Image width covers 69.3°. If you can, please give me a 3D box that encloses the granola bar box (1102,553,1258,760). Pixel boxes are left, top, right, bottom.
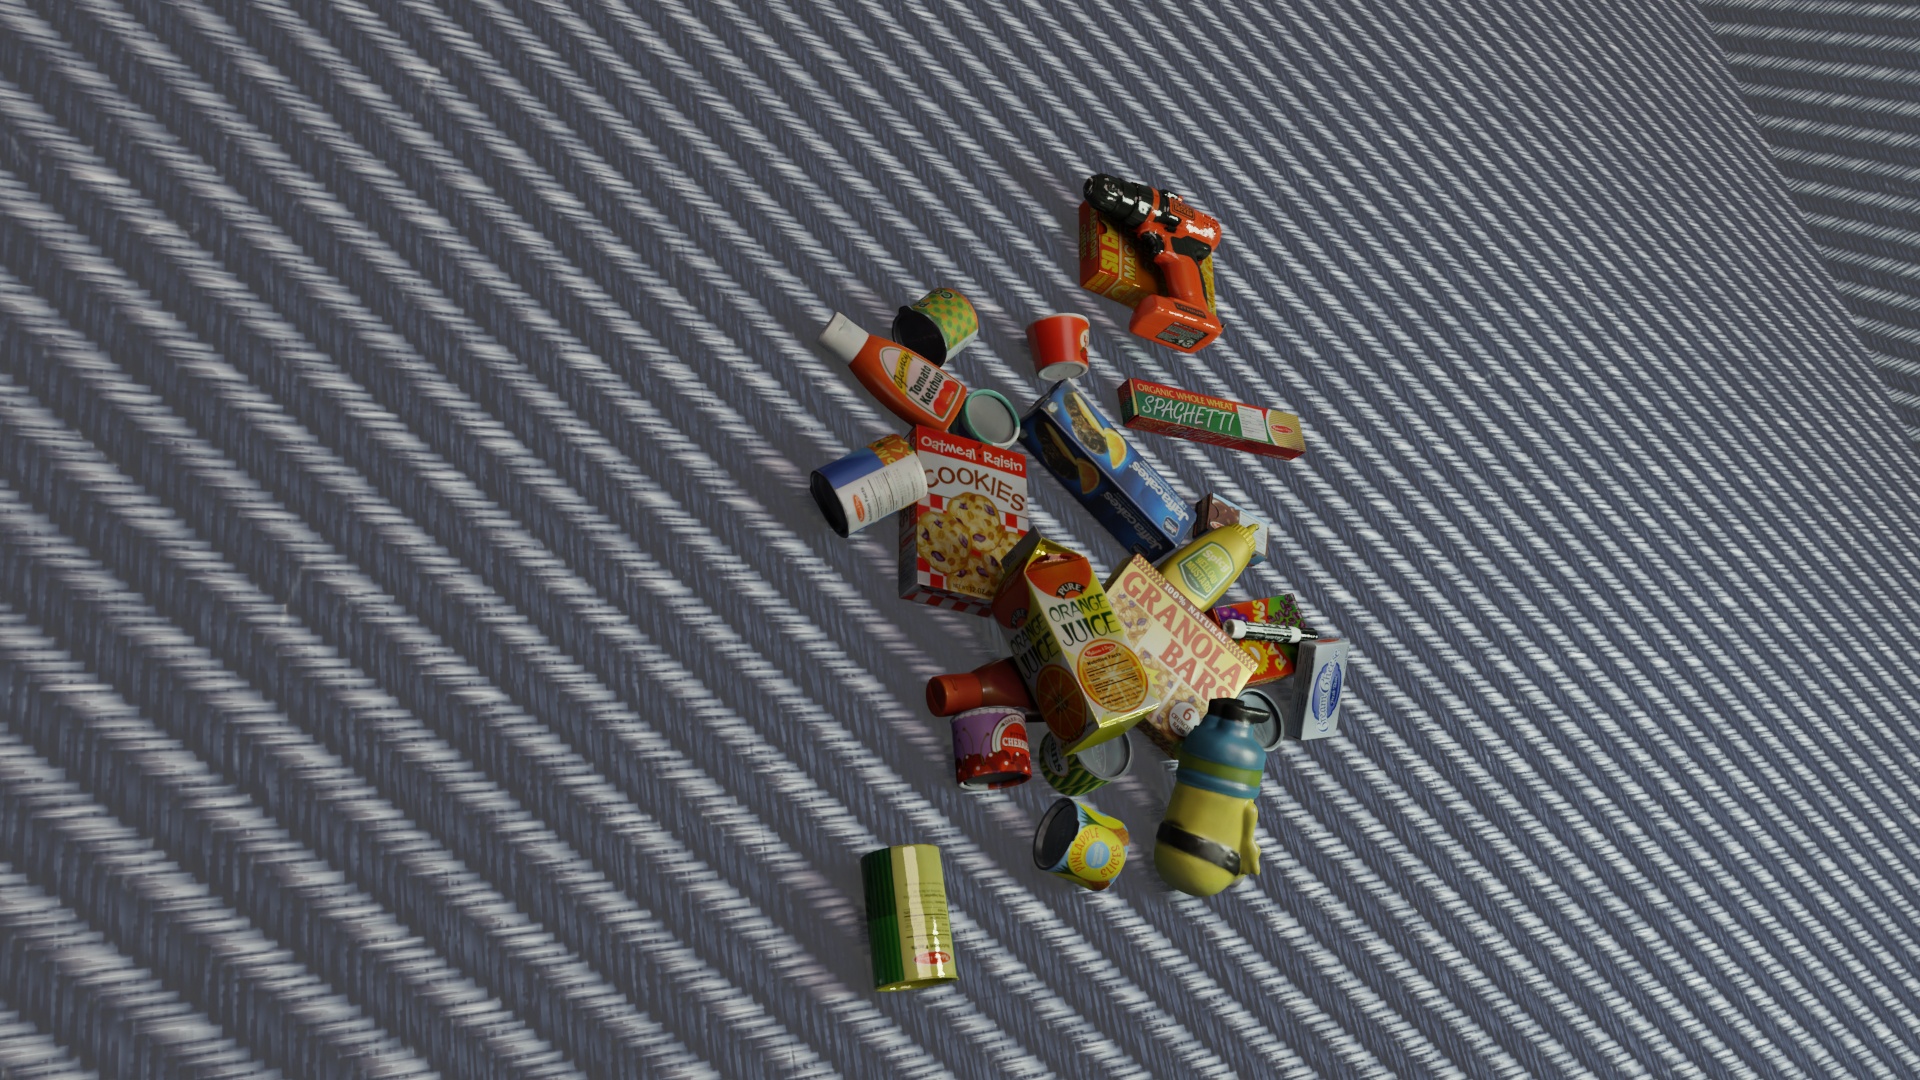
[{"bbox_3d":[0.189,0.113,1.340,0.165,0.039,0.124,42,69,-8],"label":"granola bar box"}]

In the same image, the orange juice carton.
[{"bbox_3d":[0.091,0.083,1.226,0.073,0.071,0.193,-13,67,-32],"label":"orange juice carton"}]

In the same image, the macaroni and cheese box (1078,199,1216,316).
[{"bbox_3d":[0.217,-0.323,1.607,0.166,0.040,0.124,17,58,-25],"label":"macaroni and cheese box"}]

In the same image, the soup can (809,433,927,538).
[{"bbox_3d":[-0.083,-0.050,1.238,0.084,0.071,0.071,-28,83,-21],"label":"soup can"}]

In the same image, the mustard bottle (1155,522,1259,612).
[{"bbox_3d":[0.259,0.022,1.431,0.161,0.048,0.065,-37,89,-28],"label":"mustard bottle"}]

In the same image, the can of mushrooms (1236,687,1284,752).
[{"bbox_3d":[0.287,0.184,1.392,0.071,0.033,0.071,15,59,-27],"label":"can of mushrooms"}]

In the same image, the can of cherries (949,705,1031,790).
[{"bbox_3d":[0.028,0.180,1.200,0.071,0.071,0.058,9,62,-30],"label":"can of cherries"}]

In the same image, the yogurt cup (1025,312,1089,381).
[{"bbox_3d":[0.104,-0.201,1.456,0.072,0.072,0.054,4,73,-32],"label":"yogurt cup"}]

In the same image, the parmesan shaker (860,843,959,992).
[{"bbox_3d":[-0.040,0.298,1.097,0.071,0.071,0.103,6,62,-31],"label":"parmesan shaker"}]

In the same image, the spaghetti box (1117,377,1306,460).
[{"bbox_3d":[0.284,-0.135,1.560,0.250,0.028,0.050,8,62,-30],"label":"spaghetti box"}]

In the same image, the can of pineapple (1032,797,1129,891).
[{"bbox_3d":[0.106,0.265,1.207,0.058,0.070,0.071,27,54,-19],"label":"can of pineapple"}]

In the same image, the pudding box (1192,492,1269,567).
[{"bbox_3d":[0.293,-0.011,1.501,0.083,0.030,0.050,25,56,-20],"label":"pudding box"}]

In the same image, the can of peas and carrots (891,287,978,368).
[{"bbox_3d":[-0.026,-0.211,1.371,0.071,0.070,0.059,49,49,-2],"label":"can of peas and carrots"}]

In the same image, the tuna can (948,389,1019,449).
[{"bbox_3d":[0.022,-0.117,1.376,0.071,0.032,0.071,15,59,-27],"label":"tuna can"}]

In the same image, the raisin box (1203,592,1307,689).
[{"bbox_3d":[0.309,0.107,1.443,0.124,0.040,0.086,-7,71,-35],"label":"raisin box"}]

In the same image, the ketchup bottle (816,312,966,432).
[{"bbox_3d":[-0.068,-0.162,1.334,0.149,0.043,0.065,34,58,-13],"label":"ketchup bottle"}]

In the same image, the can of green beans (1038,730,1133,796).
[{"bbox_3d":[0.113,0.192,1.257,0.071,0.057,0.071,15,59,-27],"label":"can of green beans"}]

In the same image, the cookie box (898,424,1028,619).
[{"bbox_3d":[0.005,-0.016,1.307,0.123,0.040,0.168,14,59,-27],"label":"cookie box"}]

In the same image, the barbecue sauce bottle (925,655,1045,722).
[{"bbox_3d":[0.041,0.135,1.249,0.149,0.043,0.065,-1,53,-33],"label":"barbecue sauce bottle"}]

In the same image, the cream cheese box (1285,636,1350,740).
[{"bbox_3d":[0.369,0.153,1.434,0.053,0.024,0.103,-1,103,-33],"label":"cream cheese box"}]
